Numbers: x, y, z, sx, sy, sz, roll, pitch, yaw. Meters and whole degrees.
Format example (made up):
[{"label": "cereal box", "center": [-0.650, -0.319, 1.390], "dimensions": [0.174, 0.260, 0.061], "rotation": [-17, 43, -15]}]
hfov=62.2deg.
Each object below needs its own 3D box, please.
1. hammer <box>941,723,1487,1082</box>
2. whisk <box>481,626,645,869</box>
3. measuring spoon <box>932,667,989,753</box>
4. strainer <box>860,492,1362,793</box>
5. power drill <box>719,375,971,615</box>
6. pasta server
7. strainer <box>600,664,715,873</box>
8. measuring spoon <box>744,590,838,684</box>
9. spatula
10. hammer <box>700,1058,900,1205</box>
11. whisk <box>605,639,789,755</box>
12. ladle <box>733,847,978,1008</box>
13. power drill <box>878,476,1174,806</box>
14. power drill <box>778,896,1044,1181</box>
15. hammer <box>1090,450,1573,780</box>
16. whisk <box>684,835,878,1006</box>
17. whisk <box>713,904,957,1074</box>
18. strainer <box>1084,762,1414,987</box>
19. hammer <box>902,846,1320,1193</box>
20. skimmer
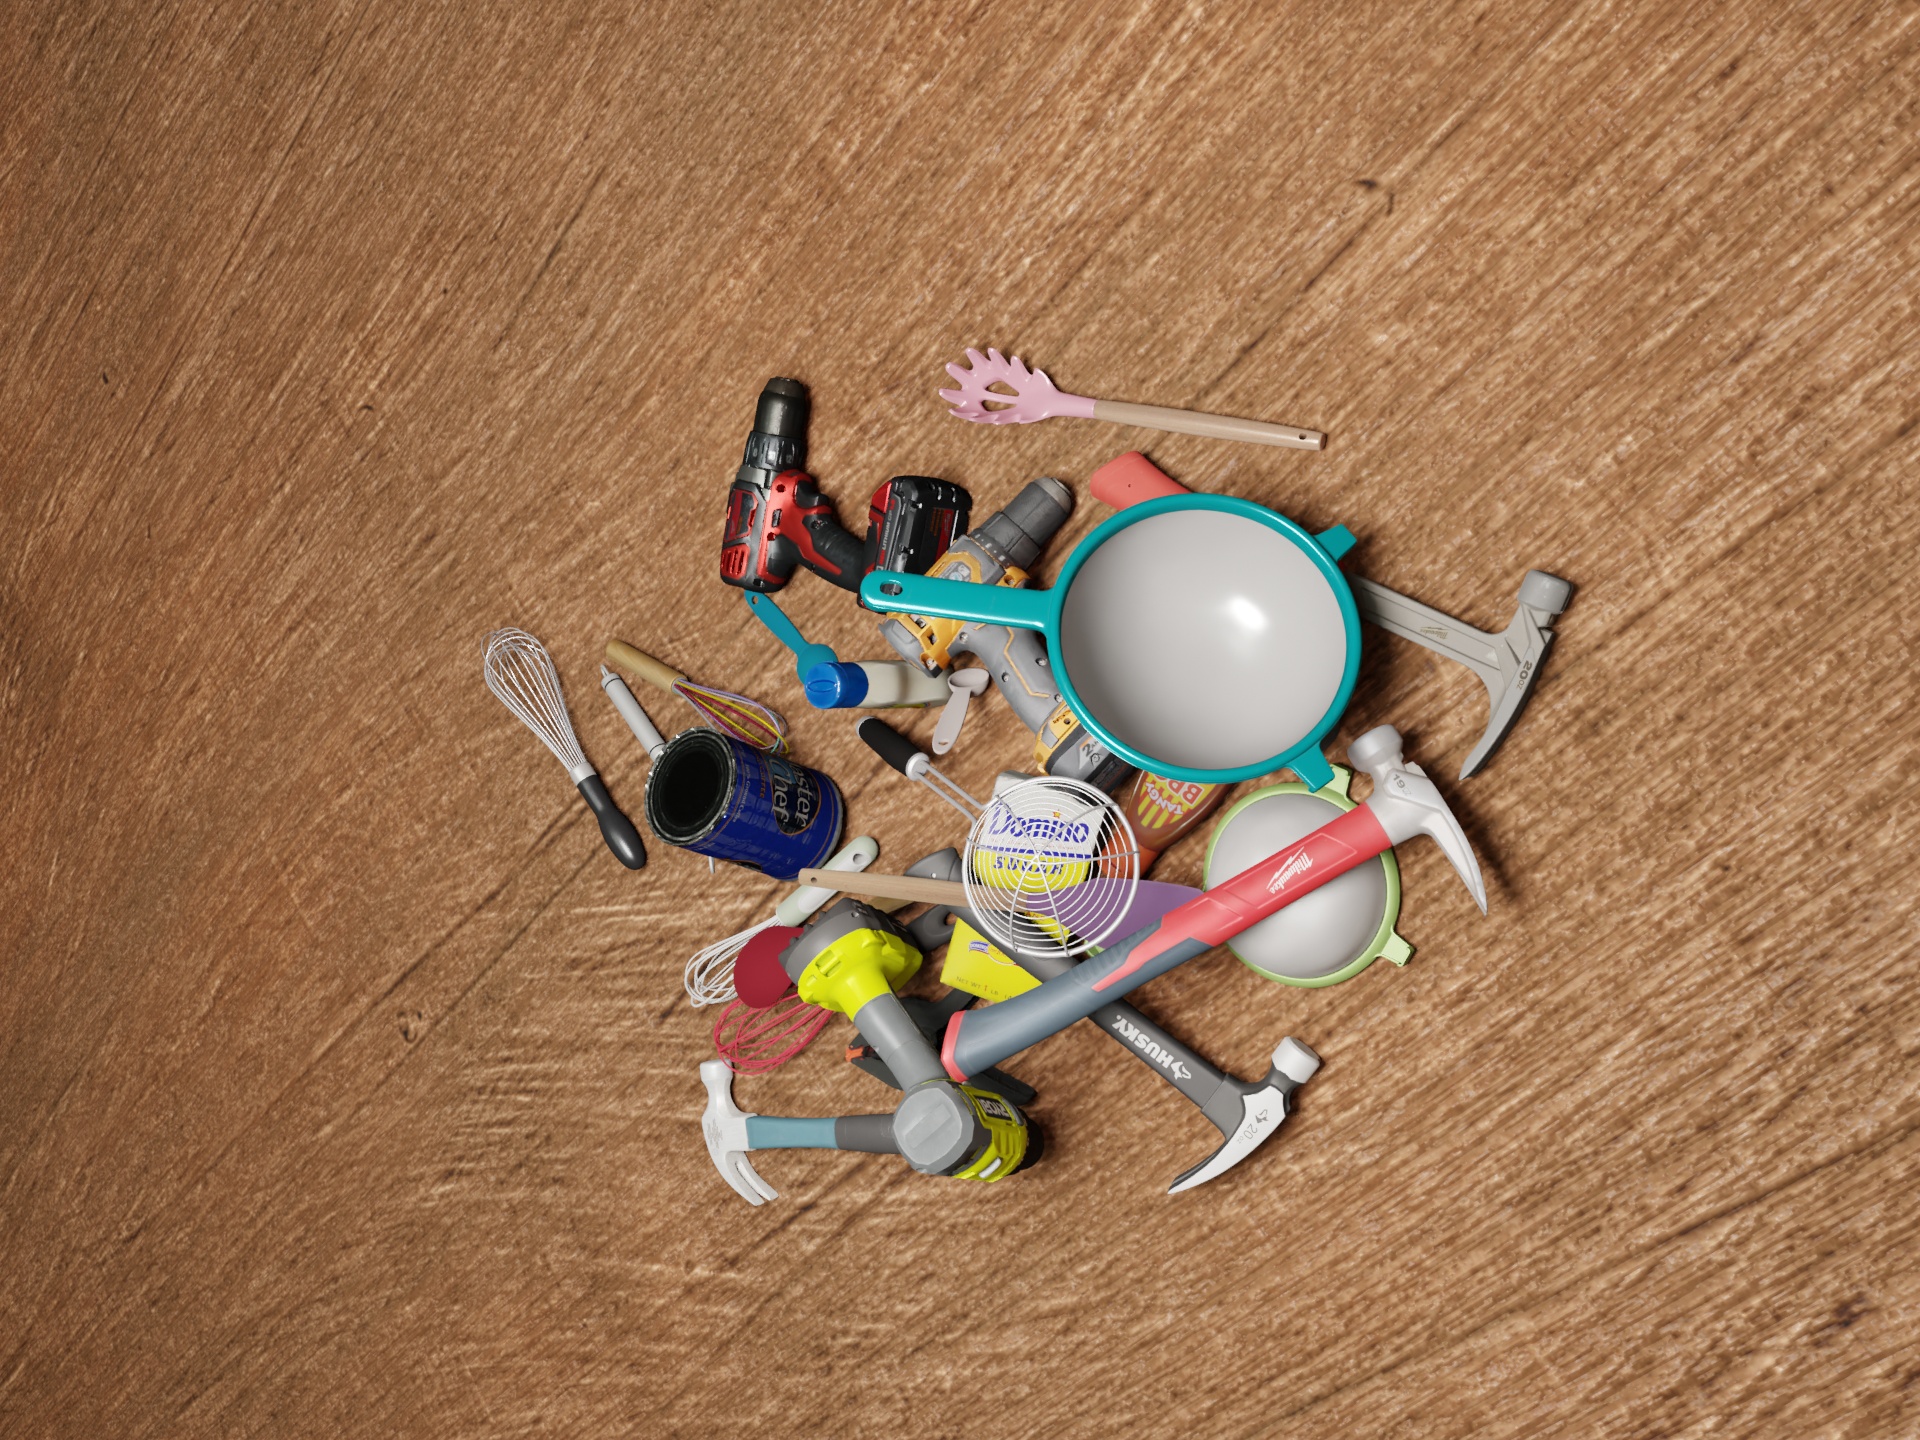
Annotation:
[{"label": "hammer", "center": [0.163, 0.159, 1.092], "dimensions": [0.386, 0.038, 0.143], "rotation": [-31, 69, 7]}, {"label": "whisk", "center": [-0.383, 0.026, 1.549], "dimensions": [0.070, 0.070, 0.285], "rotation": [-41, 76, 27]}, {"label": "measuring spoon", "center": [-0.002, -0.004, 1.271], "dimensions": [0.034, 0.124, 0.018], "rotation": [-1, 123, 16]}, {"label": "strainer", "center": [0.101, -0.054, 1.109], "dimensions": [0.340, 0.095, 0.211], "rotation": [8, 70, 5]}, {"label": "power drill", "center": [-0.105, -0.186, 1.350], "dimensions": [0.227, 0.080, 0.188], "rotation": [17, 101, 34]}, {"label": "pasta server", "center": [0.126, -0.237, 1.219], "dimensions": [0.316, 0.040, 0.060], "rotation": [15, 89, 30]}, {"label": "strainer", "center": [-0.275, 0.035, 1.485], "dimensions": [0.259, 0.050, 0.086], "rotation": [51, 160, 27]}, {"label": "measuring spoon", "center": [-0.158, -0.075, 1.415], "dimensions": [0.129, 0.021, 0.042], "rotation": [46, 114, 22]}, {"label": "spatula", "center": [0.027, 0.136, 1.194], "dimensions": [0.316, 0.018, 0.059], "rotation": [5, 102, 16]}, {"label": "hammer", "center": [-0.093, 0.357, 1.383], "dimensions": [0.331, 0.033, 0.128], "rotation": [-9, 86, 33]}, {"label": "whisk", "center": [-0.245, -0.021, 1.466], "dimensions": [0.245, 0.047, 0.051], "rotation": [27, 94, 34]}, {"label": "ladle", "center": [-0.071, 0.159, 1.336], "dimensions": [0.315, 0.031, 0.069], "rotation": [-28, 56, 18]}, {"label": "power drill", "center": [0.070, -0.068, 1.225], "dimensions": [0.185, 0.084, 0.226], "rotation": [-47, 66, 0]}, {"label": "power drill", "center": [-0.029, 0.256, 1.228], "dimensions": [0.080, 0.190, 0.229], "rotation": [-42, 61, 7]}, {"label": "hammer", "center": [0.243, -0.099, 1.149], "dimensions": [0.359, 0.036, 0.149], "rotation": [30, 107, 28]}, {"label": "whisk", "center": [-0.160, 0.180, 1.414], "dimensions": [0.057, 0.059, 0.246], "rotation": [40, 114, -19]}, {"label": "whisk", "center": [-0.104, 0.227, 1.374], "dimensions": [0.296, 0.073, 0.073], "rotation": [-33, 74, 23]}, {"label": "strainer", "center": [0.191, 0.138, 1.170], "dimensions": [0.256, 0.069, 0.151], "rotation": [-22, 80, 30]}, {"label": "hammer", "center": [0.093, 0.211, 1.203], "dimensions": [0.335, 0.035, 0.146], "rotation": [37, 100, 13]}, {"label": "skimmer", "center": [0.010, 0.067, 1.224], "dimensions": [0.127, 0.090, 0.364], "rotation": [-57, 27, 0]}]
